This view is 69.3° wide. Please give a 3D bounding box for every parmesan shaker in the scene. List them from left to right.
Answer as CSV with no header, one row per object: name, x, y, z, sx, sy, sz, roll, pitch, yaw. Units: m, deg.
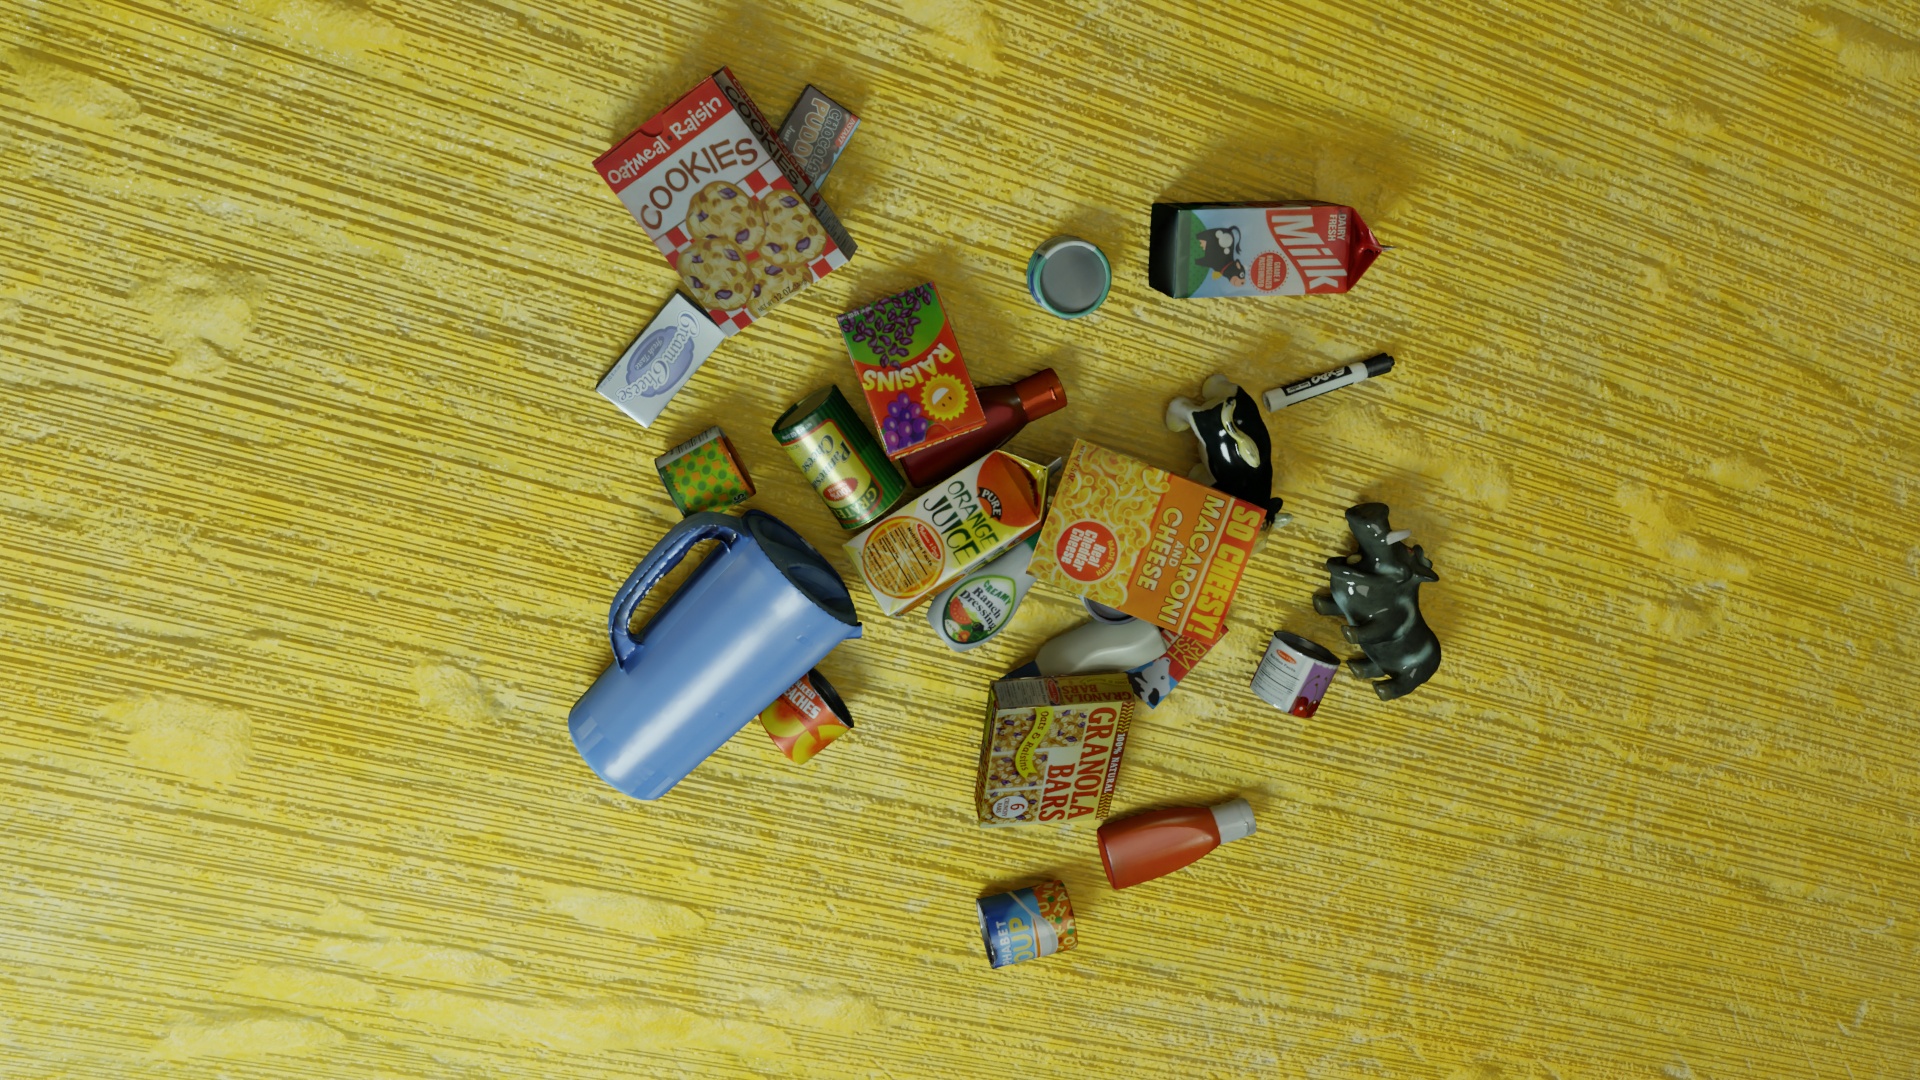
parmesan shaker,-0.102,-0.068,1.146,0.071,0.071,0.103,-35,110,2

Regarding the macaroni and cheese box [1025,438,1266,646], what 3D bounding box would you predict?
macaroni and cheese box,0.155,0.001,1.161,0.166,0.040,0.123,21,94,8

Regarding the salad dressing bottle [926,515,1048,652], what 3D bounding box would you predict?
salad dressing bottle,0.038,0.035,1.216,0.147,0.044,0.064,-41,102,3

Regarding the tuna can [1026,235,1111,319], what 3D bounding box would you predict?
tuna can,0.090,-0.216,1.151,0.071,0.033,0.070,-3,108,-10

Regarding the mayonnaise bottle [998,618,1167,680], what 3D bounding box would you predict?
mayonnaise bottle,0.108,0.107,1.246,0.148,0.065,0.041,-27,124,4

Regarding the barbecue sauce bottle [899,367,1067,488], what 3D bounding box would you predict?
barbecue sauce bottle,0.016,-0.100,1.169,0.149,0.044,0.064,-24,107,-3

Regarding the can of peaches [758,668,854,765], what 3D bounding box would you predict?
can of peaches,-0.136,0.152,1.208,0.058,0.071,0.071,-37,111,4

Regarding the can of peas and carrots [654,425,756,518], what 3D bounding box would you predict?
can of peas and carrots,-0.206,-0.050,1.131,0.059,0.071,0.070,-29,111,-1

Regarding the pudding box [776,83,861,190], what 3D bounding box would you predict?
pudding box,-0.120,-0.306,1.083,0.049,0.030,0.083,31,100,-19

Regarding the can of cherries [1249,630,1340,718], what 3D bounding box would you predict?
can of cherries,0.311,0.124,1.287,0.071,0.072,0.058,18,104,-16

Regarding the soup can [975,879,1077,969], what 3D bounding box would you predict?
soup can,0.063,0.364,1.313,0.084,0.071,0.071,-11,110,-7

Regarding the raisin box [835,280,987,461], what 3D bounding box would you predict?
raisin box,-0.039,-0.137,1.126,0.086,0.040,0.123,-20,88,-4

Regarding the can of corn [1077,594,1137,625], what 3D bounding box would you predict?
can of corn,0.134,0.032,1.226,0.071,0.058,0.071,-3,108,-9

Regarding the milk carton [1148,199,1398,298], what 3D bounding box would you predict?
milk carton,0.259,-0.244,1.153,0.191,0.072,0.073,-3,108,-10

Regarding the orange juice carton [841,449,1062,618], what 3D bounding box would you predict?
orange juice carton,0.004,-0.015,1.167,0.193,0.072,0.073,-32,83,1

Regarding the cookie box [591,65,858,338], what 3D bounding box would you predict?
cookie box,-0.178,-0.256,1.061,0.122,0.040,0.167,-28,113,23

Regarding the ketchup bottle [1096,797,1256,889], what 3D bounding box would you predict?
ketchup bottle,0.208,0.285,1.330,0.149,0.043,0.064,-15,111,-6

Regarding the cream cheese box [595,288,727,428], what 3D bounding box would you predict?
cream cheese box,-0.240,-0.146,1.116,0.053,0.024,0.103,39,97,-21

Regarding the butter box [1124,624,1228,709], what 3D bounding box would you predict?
butter box,0.192,0.101,1.278,0.053,0.024,0.103,40,97,-20

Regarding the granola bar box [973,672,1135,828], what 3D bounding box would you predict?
granola bar box,0.081,0.189,1.246,0.124,0.039,0.164,-2,132,-10
